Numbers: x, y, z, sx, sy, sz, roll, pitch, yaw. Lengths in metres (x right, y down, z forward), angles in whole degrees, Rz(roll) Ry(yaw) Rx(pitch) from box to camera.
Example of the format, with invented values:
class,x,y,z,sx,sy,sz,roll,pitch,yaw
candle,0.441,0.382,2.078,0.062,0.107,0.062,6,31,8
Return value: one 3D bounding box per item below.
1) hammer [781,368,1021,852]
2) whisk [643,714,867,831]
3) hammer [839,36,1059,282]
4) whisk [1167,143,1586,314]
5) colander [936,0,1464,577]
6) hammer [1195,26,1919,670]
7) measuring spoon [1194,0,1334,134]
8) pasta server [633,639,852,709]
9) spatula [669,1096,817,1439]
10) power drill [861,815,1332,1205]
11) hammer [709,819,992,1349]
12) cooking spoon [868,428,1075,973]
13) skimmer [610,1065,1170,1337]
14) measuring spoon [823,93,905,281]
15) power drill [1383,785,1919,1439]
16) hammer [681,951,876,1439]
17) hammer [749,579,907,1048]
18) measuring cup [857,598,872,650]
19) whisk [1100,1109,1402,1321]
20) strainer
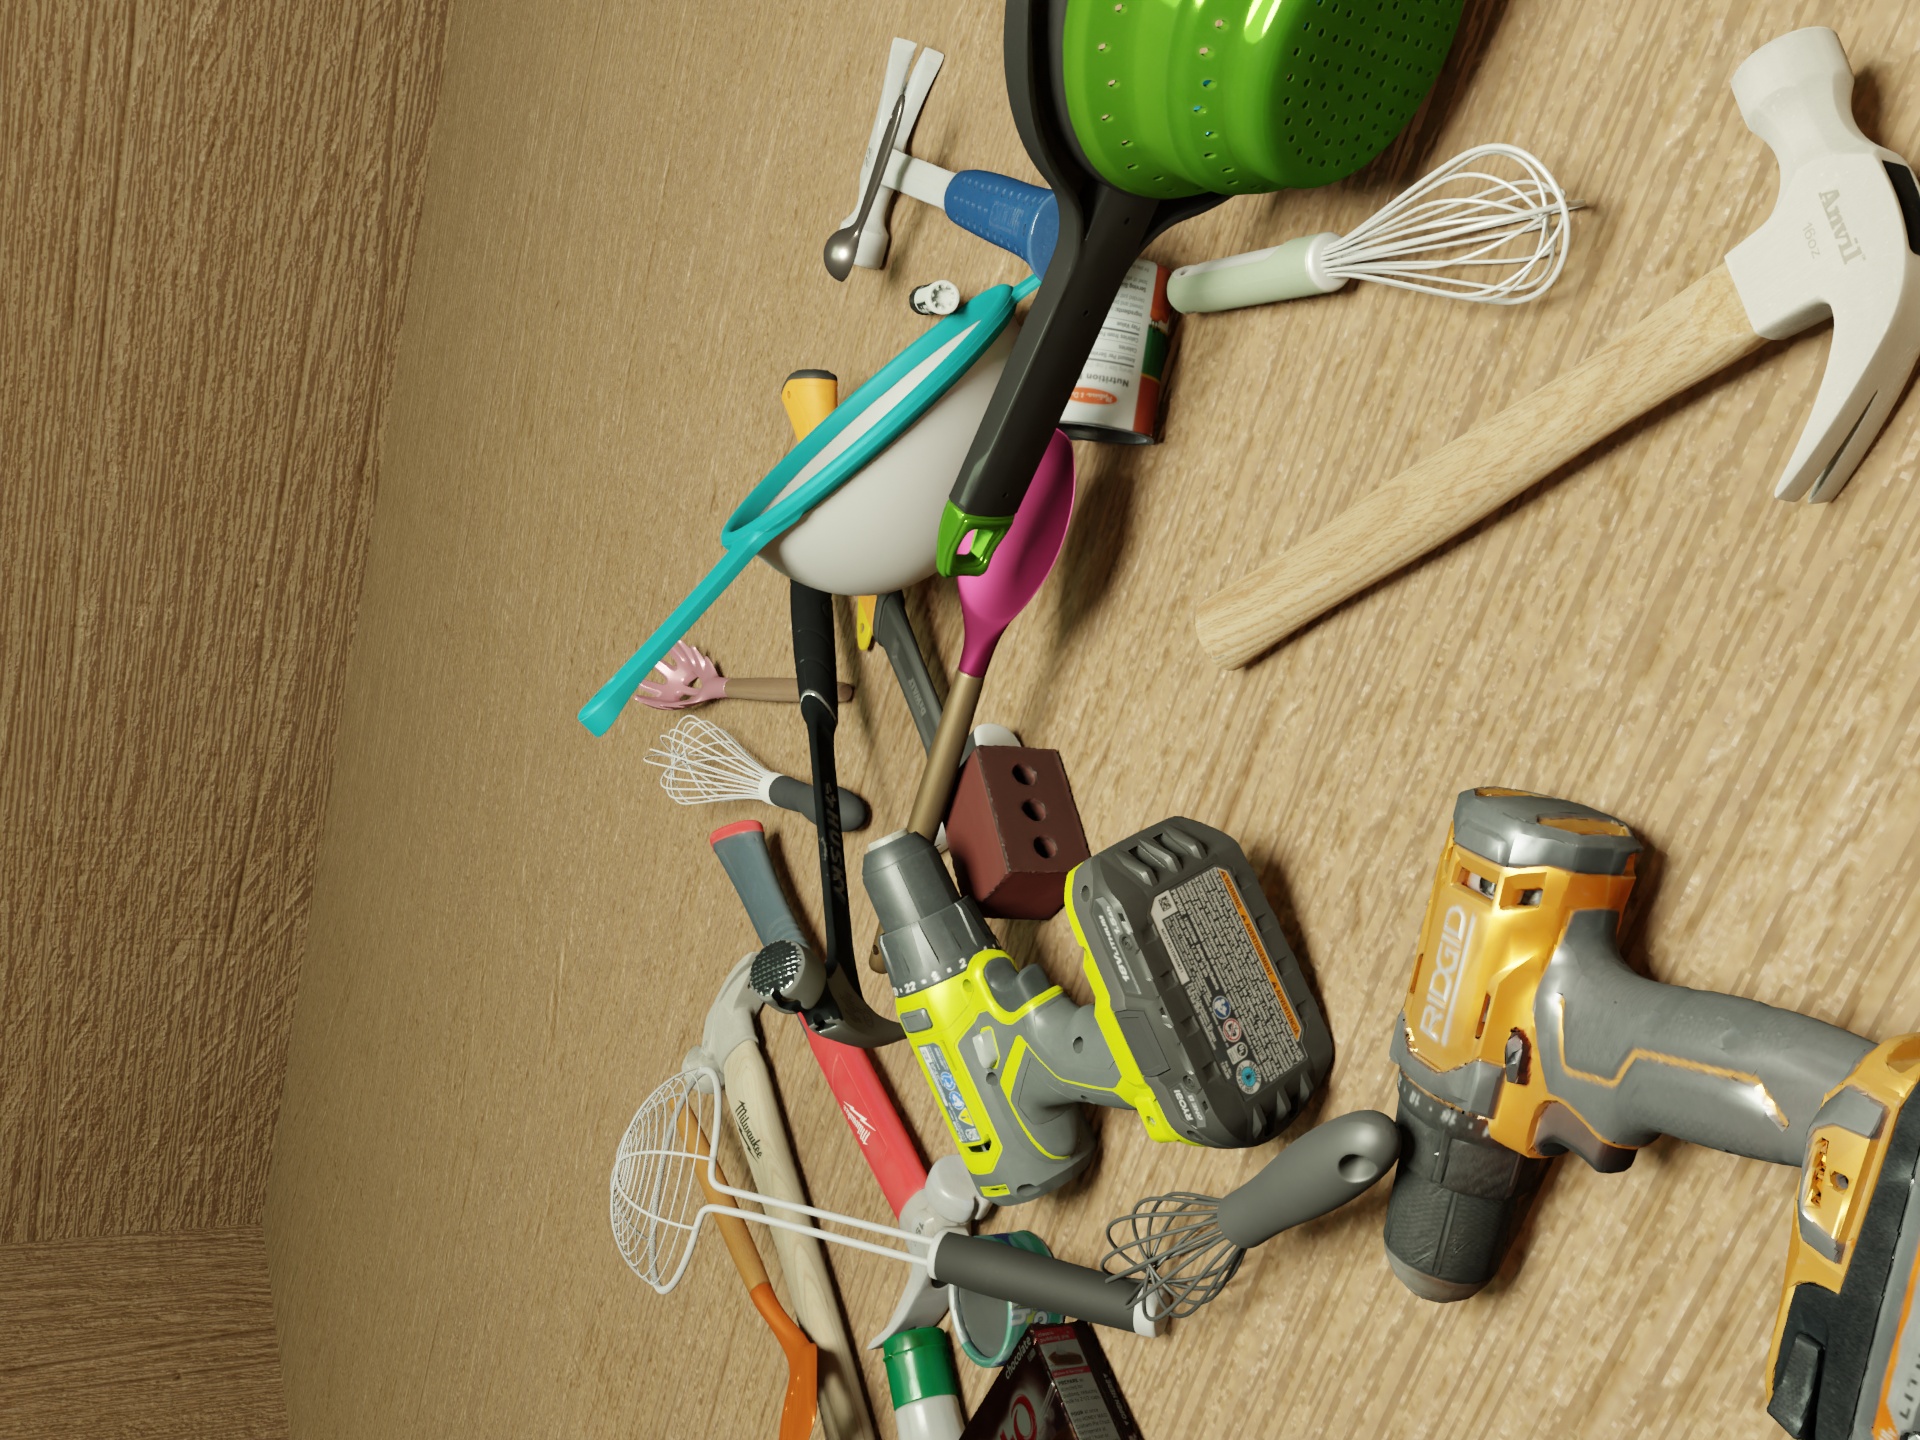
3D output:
class,x,y,z,sx,sy,sz,roll,pitch,yaw
hammer,-0.055,-0.080,0.985,0.127,0.034,0.337,-49,52,44
whisk,-0.148,0.044,1.138,0.285,0.070,0.070,12,96,54
hammer,-0.003,-0.301,0.889,0.406,0.035,0.144,-123,47,-62
whisk,0.159,-0.194,0.665,0.246,0.058,0.059,16,130,63
colander,0.093,-0.207,0.646,0.095,0.204,0.397,45,124,32
hammer,0.196,-0.092,0.592,0.331,0.031,0.130,-36,62,54
measuring spoon,0.143,-0.306,0.741,0.128,0.021,0.042,-31,59,44
pasta server,-0.167,-0.028,1.197,0.316,0.040,0.060,4,64,58
spatula,-0.146,0.353,1.034,0.323,0.041,0.081,48,125,50
power drill,0.044,0.123,0.737,0.228,0.080,0.190,-28,85,54
hammer,-0.092,0.207,1.026,0.387,0.038,0.143,54,132,45
cooking spoon,-0.001,-0.003,0.827,0.069,0.017,0.318,35,118,37
skimmer,-0.049,0.271,0.850,0.363,0.090,0.127,4,75,30
measuring spoon,-0.061,-0.329,0.981,0.034,0.018,0.124,-102,30,-46
power drill,0.218,0.139,0.489,0.226,0.084,0.185,33,117,60
hammer,-0.101,0.346,1.036,0.146,0.038,0.411,-59,40,34
hammer,-0.083,0.013,0.993,0.036,0.149,0.409,-23,52,20
measuring cup,-0.072,-0.124,1.056,0.062,0.029,0.156,-15,71,58
whisk,0.112,0.198,0.641,0.238,0.055,0.055,118,144,-55
strainer,-0.061,-0.092,0.853,0.340,0.095,0.211,-52,19,-25
